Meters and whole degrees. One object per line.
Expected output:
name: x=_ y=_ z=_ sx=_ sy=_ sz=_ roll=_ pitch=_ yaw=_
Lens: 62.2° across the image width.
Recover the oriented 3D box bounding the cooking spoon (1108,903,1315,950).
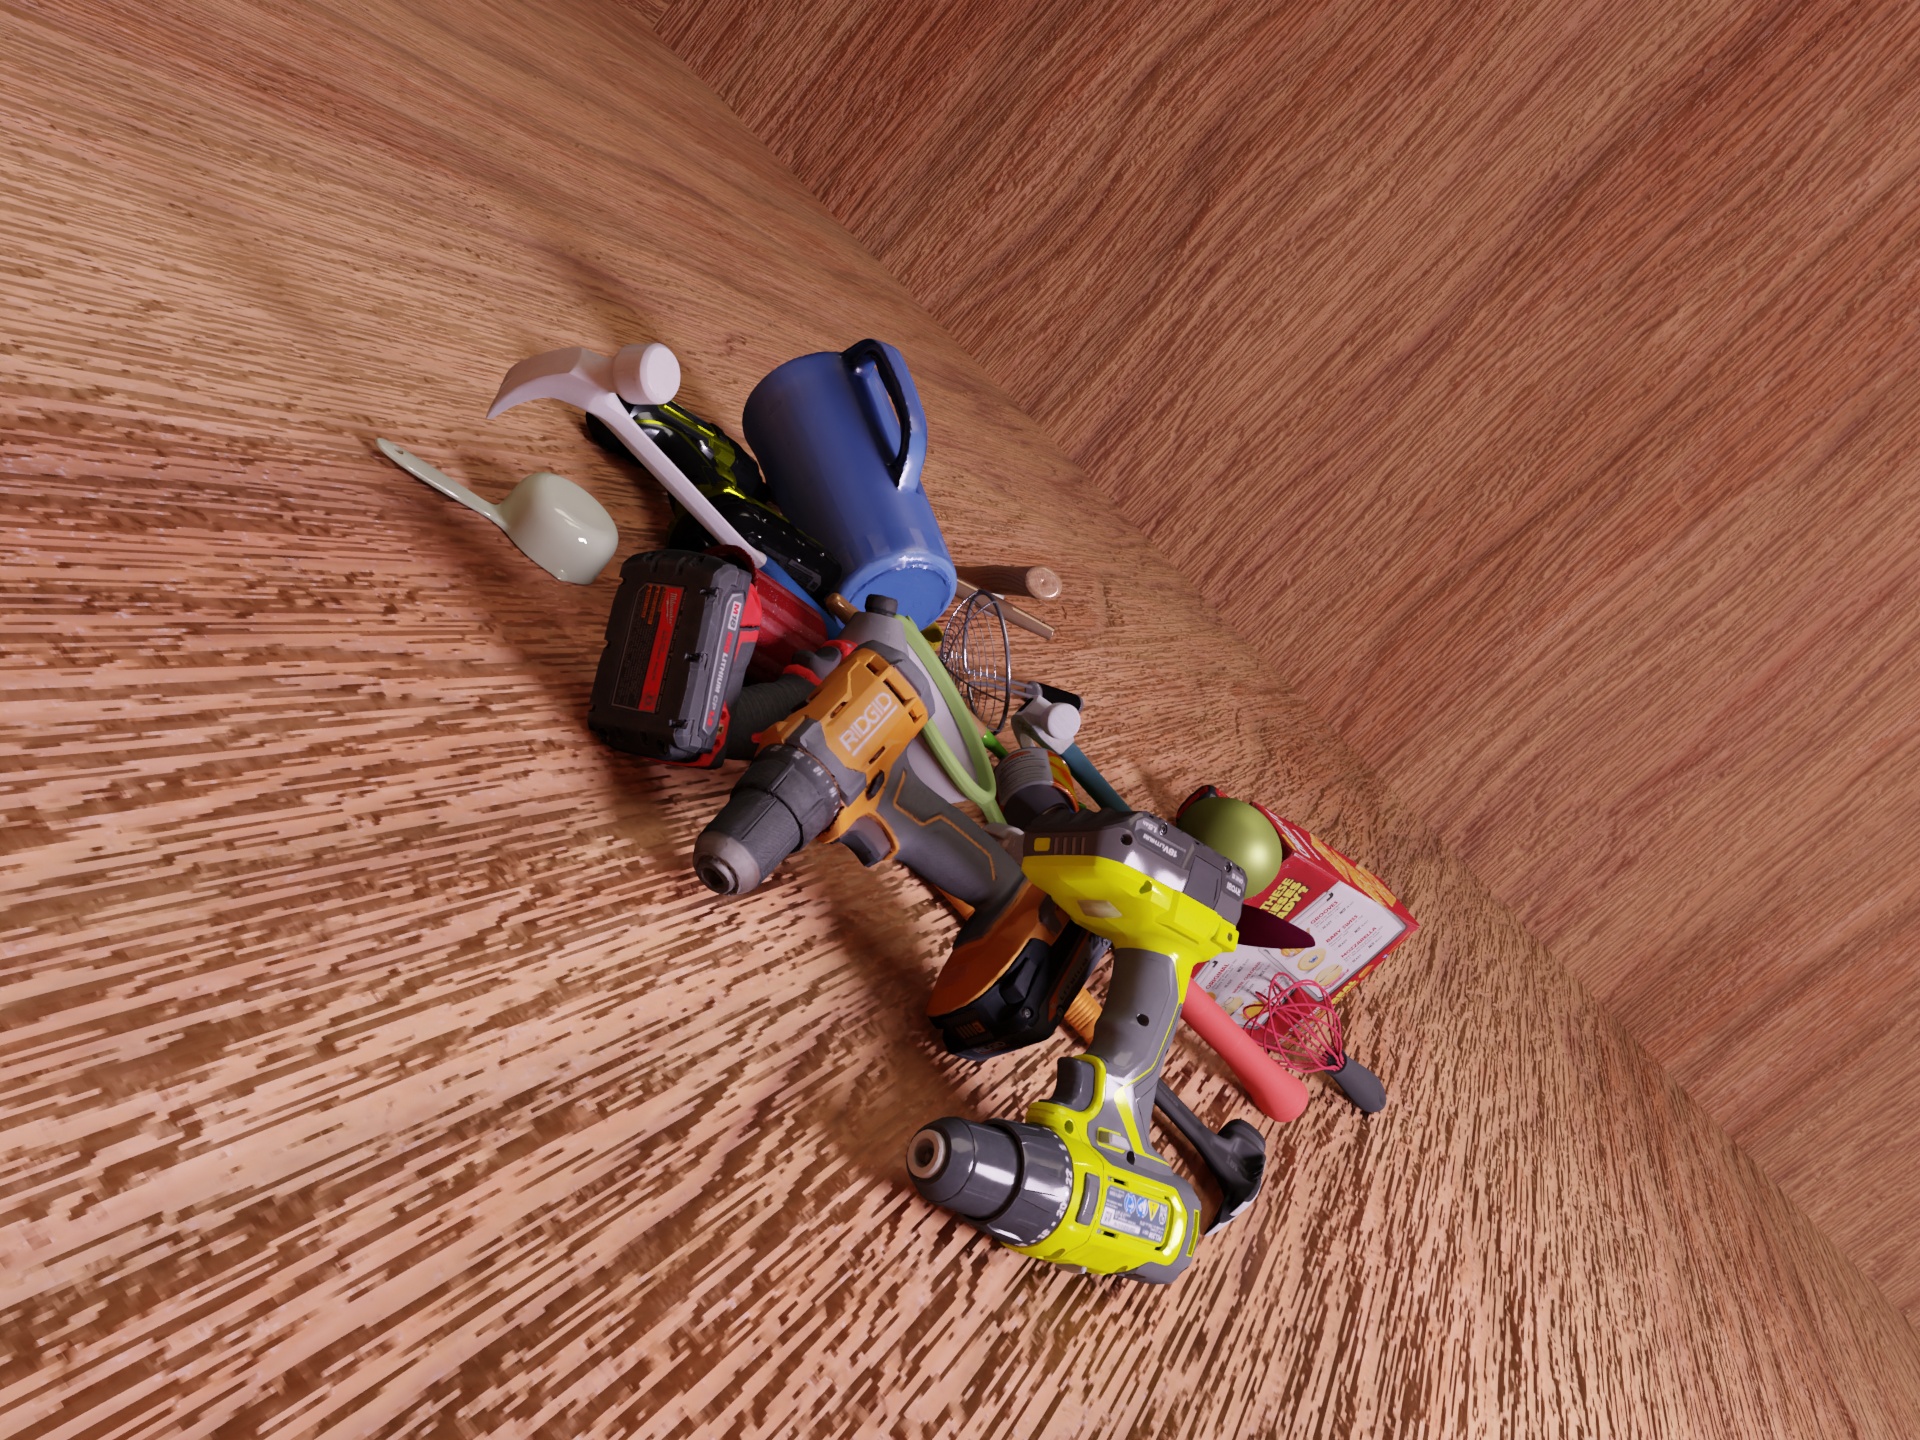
cooking spoon: x=0.153 y=0.145 z=1.075 sx=0.068 sy=0.017 sz=0.319 roll=28 pitch=-15 yaw=-8

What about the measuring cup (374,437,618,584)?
measuring cup: x=-0.284 y=-0.144 z=0.995 sx=0.167 sy=0.038 sz=0.083 roll=31 pitch=21 yaw=-43

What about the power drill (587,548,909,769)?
power drill: x=-0.108 y=-0.025 z=0.953 sx=0.079 sy=0.143 sz=0.219 roll=10 pitch=-5 yaw=35

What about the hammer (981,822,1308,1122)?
hammer: x=0.156 y=0.187 z=1.094 sx=0.149 sy=0.037 sz=0.358 roll=15 pitch=-25 yaw=49

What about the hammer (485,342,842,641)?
hammer: x=-0.152 y=-0.114 z=1.071 sx=0.144 sy=0.035 sz=0.405 roll=5 pitch=-25 yaw=30

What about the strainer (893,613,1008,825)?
strainer: x=-0.014 y=0.051 z=1.137 sx=0.256 sy=0.069 sz=0.151 roll=63 pitch=10 yaw=-7

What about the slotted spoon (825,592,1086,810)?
slotted spoon: x=-0.002 y=-0.004 z=1.271 sx=0.313 sy=0.031 sz=0.070 roll=42 pitch=-11 yaw=-35

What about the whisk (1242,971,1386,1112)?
whisk: x=0.299 y=0.273 z=1.298 sx=0.295 sy=0.073 sz=0.073 roll=42 pitch=12 yaw=-50

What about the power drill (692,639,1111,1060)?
power drill: x=-0.032 y=0.088 z=0.890 sx=0.226 sy=0.084 sz=0.185 roll=50 pitch=47 yaw=-10

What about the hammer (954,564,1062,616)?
hammer: x=0.025 y=-0.136 z=1.520 sx=0.130 sy=0.031 sz=0.331 roll=29 pitch=-2 yaw=-17

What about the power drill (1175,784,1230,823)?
power drill: x=0.301 y=0.166 z=1.574 sx=0.188 sy=0.080 sz=0.227 roll=42 pitch=14 yaw=-8

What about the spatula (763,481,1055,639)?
spatula: x=-0.055 y=-0.151 z=1.465 sx=0.316 sy=0.018 sz=0.060 roll=27 pitch=19 yaw=-3

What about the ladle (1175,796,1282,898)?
ladle: x=0.150 y=0.087 z=1.230 sx=0.078 sy=0.062 sz=0.320 roll=60 pitch=-13 yaw=-10

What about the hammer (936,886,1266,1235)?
hammer: x=0.071 y=0.187 z=1.046 sx=0.337 sy=0.034 sz=0.127 roll=46 pitch=15 yaw=6

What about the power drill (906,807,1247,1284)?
power drill: x=0.065 y=0.166 z=0.830 sx=0.190 sy=0.080 sz=0.229 roll=31 pitch=65 yaw=-39

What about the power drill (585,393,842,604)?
power drill: x=-0.184 y=-0.167 z=1.231 sx=0.171 sy=0.080 sz=0.223 roll=27 pitch=20 yaw=-44

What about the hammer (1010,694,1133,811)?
hammer: x=0.159 y=0.104 z=1.371 sx=0.330 sy=0.033 sz=0.128 roll=48 pitch=-11 yaw=-16

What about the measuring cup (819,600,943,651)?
measuring cup: x=-0.080 y=-0.083 z=1.378 sx=0.156 sy=0.029 sz=0.062 roll=8 pitch=38 yaw=-45

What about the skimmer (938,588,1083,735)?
skimmer: x=0.073 y=-0.037 z=1.496 sx=0.363 sy=0.090 sz=0.127 roll=13 pitch=68 yaw=-65
